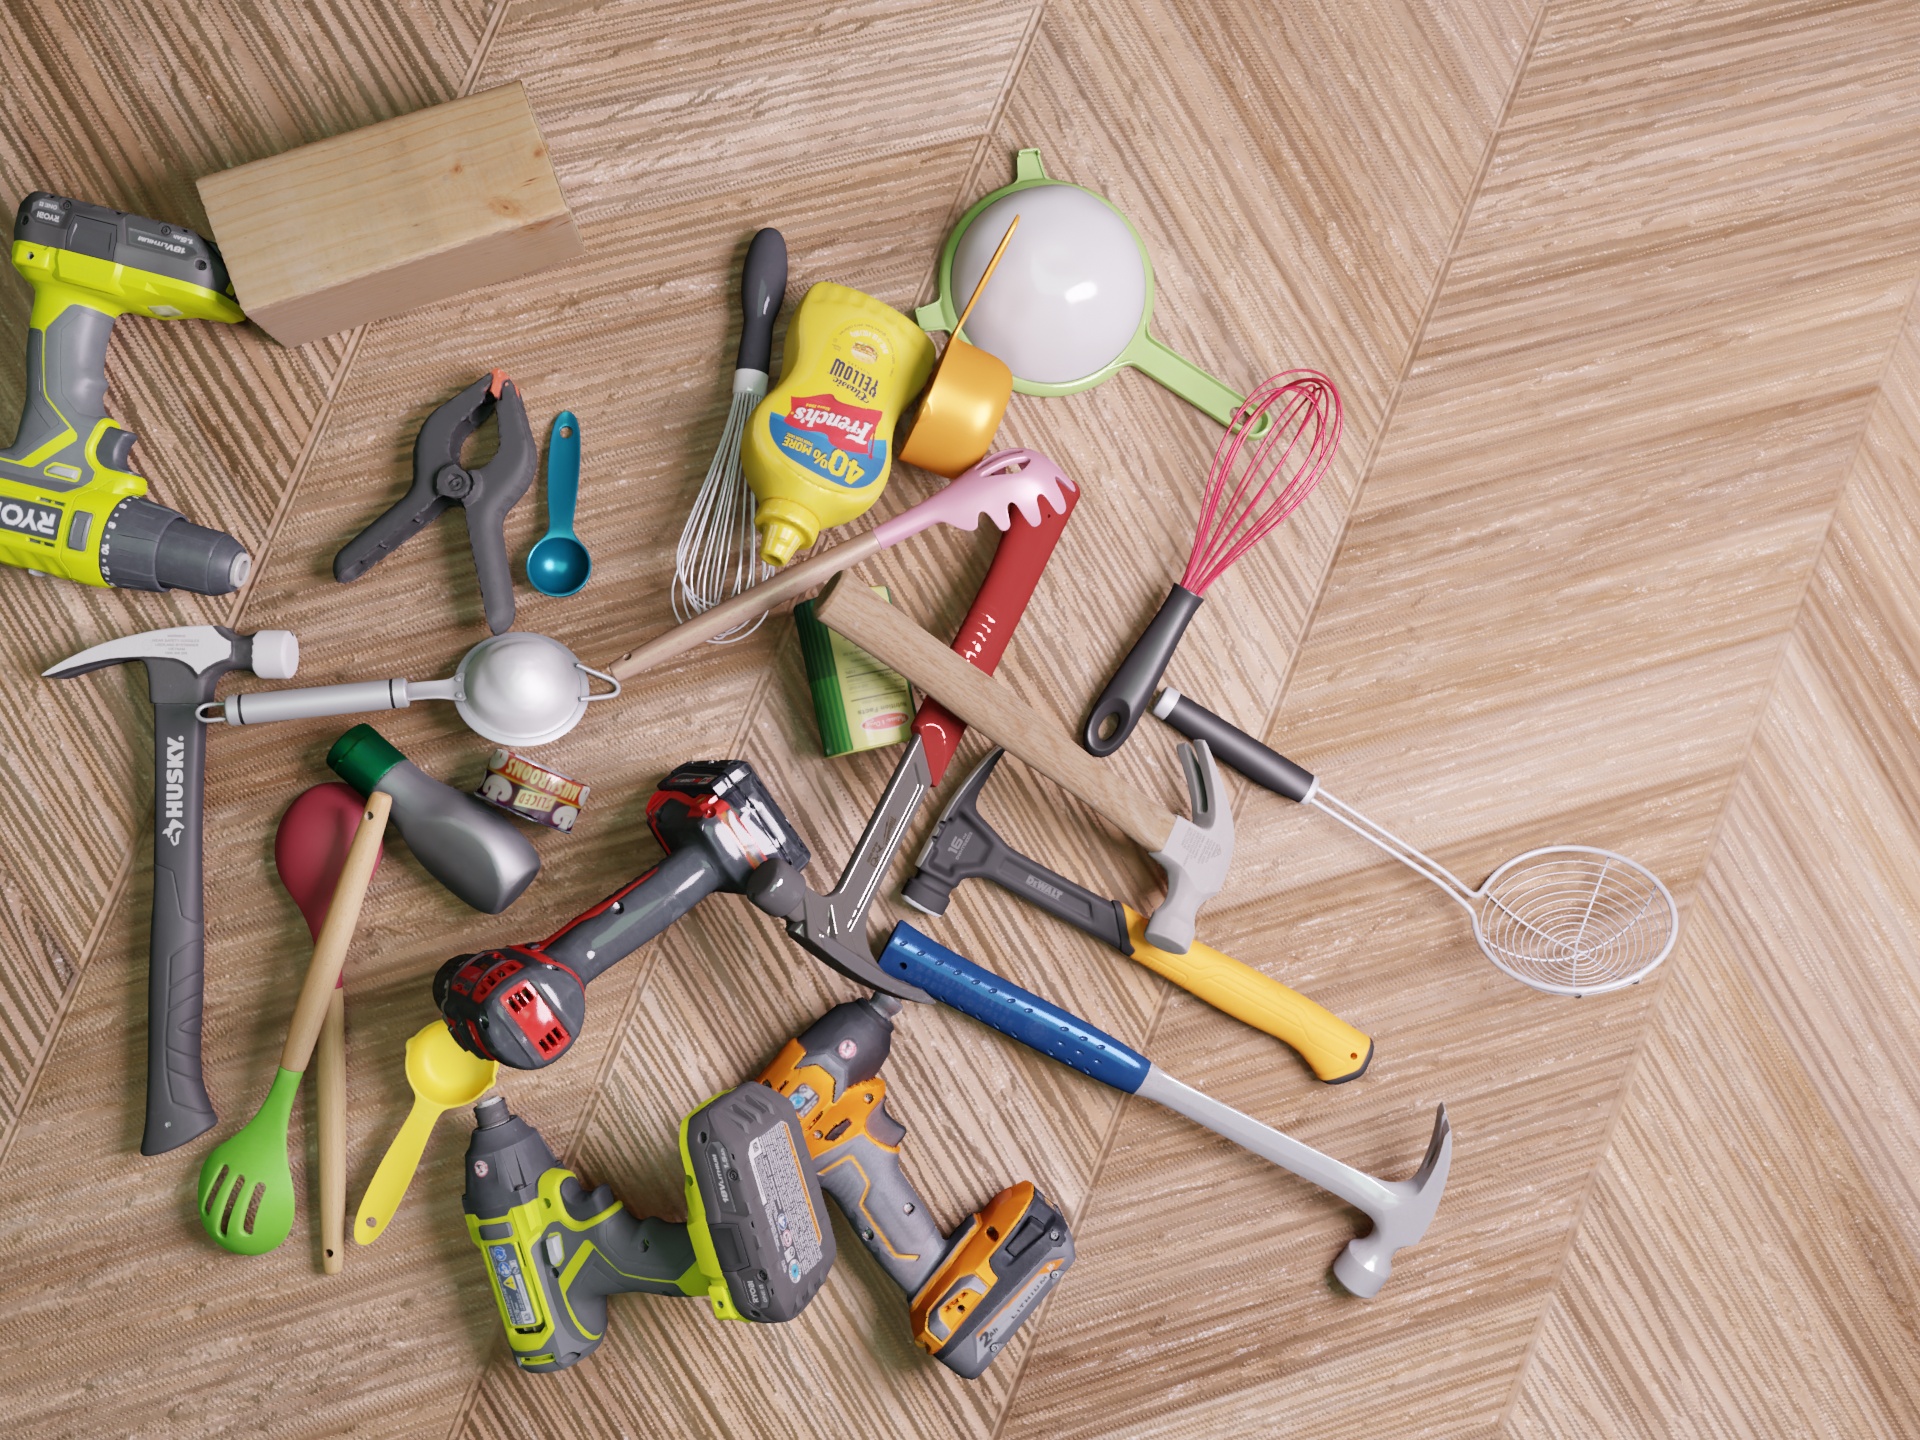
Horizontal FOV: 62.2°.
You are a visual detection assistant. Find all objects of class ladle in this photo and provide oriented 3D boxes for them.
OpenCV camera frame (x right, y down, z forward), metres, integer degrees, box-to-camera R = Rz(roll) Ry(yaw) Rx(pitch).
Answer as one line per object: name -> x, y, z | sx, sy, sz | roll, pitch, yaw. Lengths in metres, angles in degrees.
ladle -> -0.406, 0.198, 1.023 | 0.069, 0.031, 0.315 | -1, 90, -2

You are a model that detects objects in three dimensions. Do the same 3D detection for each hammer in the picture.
hammer -> -0.503, 0.107, 1.012 | 0.146, 0.035, 0.335 | 0, 88, -6
hammer -> 0.047, 0.011, 1.000 | 0.331, 0.031, 0.130 | 36, 67, -21
hammer -> 0.133, 0.237, 1.056 | 0.405, 0.035, 0.144 | 27, 109, -1
hammer -> 0.134, 0.144, 1.075 | 0.337, 0.034, 0.127 | 29, 86, -4
hammer -> -0.002, -0.003, 1.023 | 0.149, 0.037, 0.359 | 41, 65, -33

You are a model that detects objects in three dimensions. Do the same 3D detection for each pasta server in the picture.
pasta server -> -0.075, -0.097, 1.009 | 0.316, 0.060, 0.040 | -27, 133, -4

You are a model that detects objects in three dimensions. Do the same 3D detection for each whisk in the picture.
whisk -> -0.142, -0.190, 1.051 | 0.070, 0.070, 0.285 | 8, 83, -6
whisk -> 0.164, -0.103, 1.065 | 0.073, 0.073, 0.296 | 30, 97, -4

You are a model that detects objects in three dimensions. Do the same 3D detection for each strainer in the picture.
strainer -> 0.106, -0.270, 1.069 | 0.256, 0.069, 0.151 | 33, 85, -2
strainer -> -0.348, -0.018, 1.010 | 0.258, 0.050, 0.087 | -7, 62, -12

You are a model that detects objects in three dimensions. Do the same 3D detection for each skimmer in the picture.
skimmer -> 0.300, 0.065, 1.067 | 0.363, 0.090, 0.127 | 32, 53, -1

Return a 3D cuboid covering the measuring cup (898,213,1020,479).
measuring cup -> 0.017, -0.237, 1.031 | 0.052, 0.095, 0.173 | 25, 111, -9

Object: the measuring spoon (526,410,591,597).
measuring spoon -> -0.263, -0.142, 1.057 | 0.042, 0.021, 0.129 | 1, 79, -5

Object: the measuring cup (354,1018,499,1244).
measuring cup -> -0.349, 0.263, 1.026 | 0.062, 0.029, 0.156 | 27, 88, -4

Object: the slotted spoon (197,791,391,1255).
slotted spoon -> -0.414, 0.193, 0.998 | 0.070, 0.031, 0.314 | 20, 93, 10

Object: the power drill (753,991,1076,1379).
power drill -> -0.035, 0.292, 1.031 | 0.226, 0.084, 0.164 | 41, 85, 1

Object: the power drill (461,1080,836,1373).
power drill -> -0.202, 0.301, 0.976 | 0.223, 0.080, 0.171 | -16, 92, 23

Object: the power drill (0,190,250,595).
power drill -> -0.527, -0.195, 1.000 | 0.190, 0.080, 0.228 | 13, 90, -4

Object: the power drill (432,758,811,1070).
power drill -> -0.223, 0.121, 0.984 | 0.227, 0.188, 0.080 | -40, 107, -25
